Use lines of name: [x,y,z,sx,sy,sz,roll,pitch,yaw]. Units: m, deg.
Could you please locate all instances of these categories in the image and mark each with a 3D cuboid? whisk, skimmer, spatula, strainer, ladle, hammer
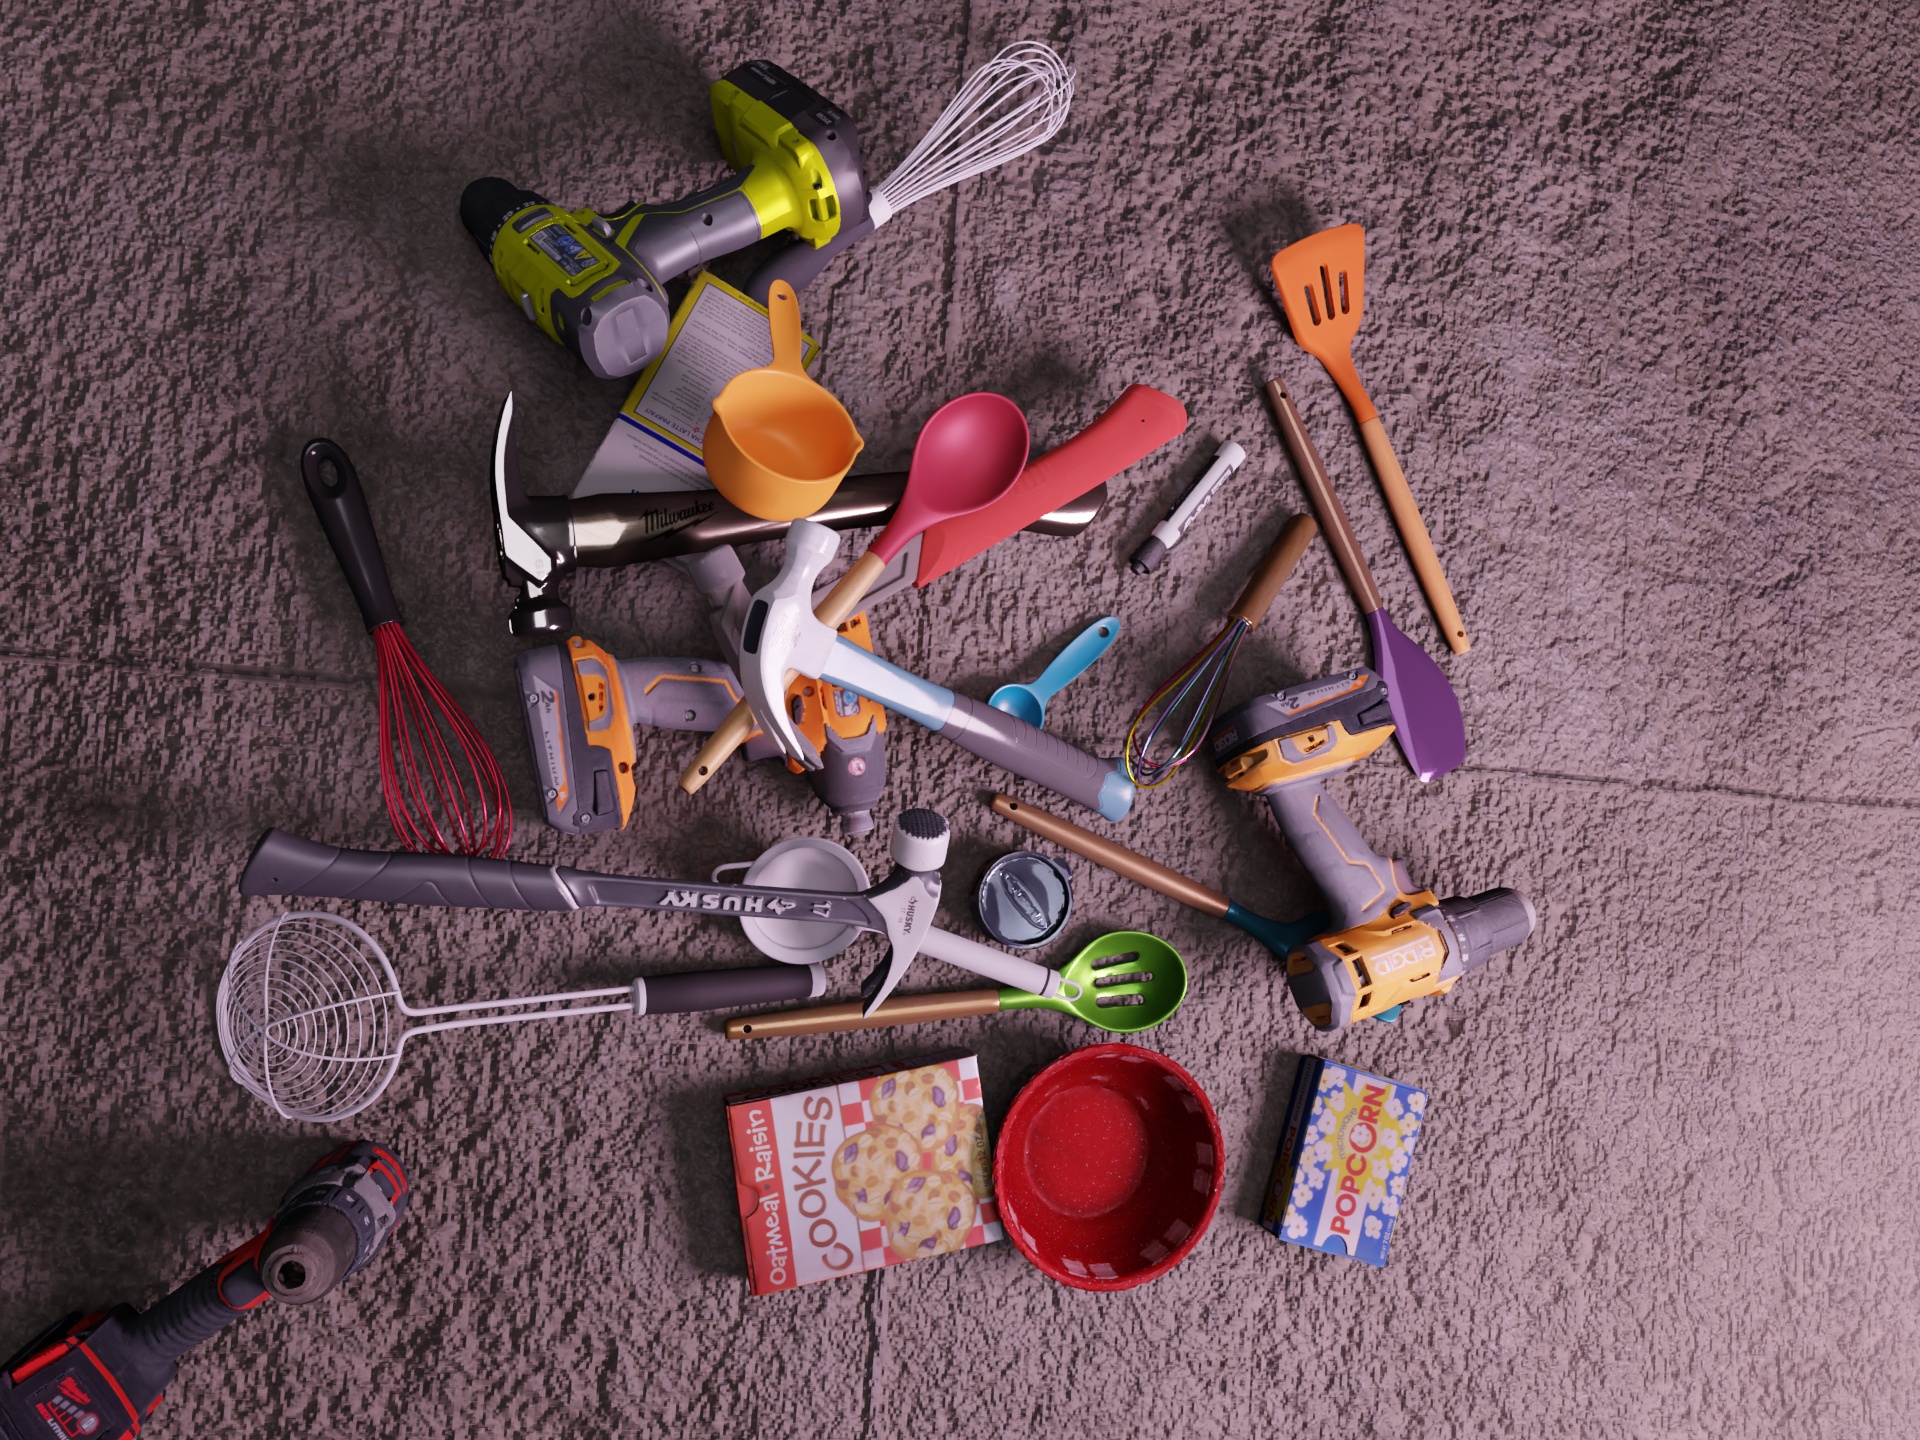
whisk: [-0.035,-0.367,1.085,0.284,0.070,0.070,-39,96,-9]
skimmer: [-0.269,0.174,1.002,0.363,0.090,0.127,-2,92,-24]
spatula: [0.294,-0.105,1.165,0.060,0.018,0.316,-27,94,-17]
spatula: [0.312,-0.199,1.164,0.081,0.041,0.322,-24,93,-15]
strainer: [-0.039,0.138,1.044,0.258,0.050,0.087,21,99,-8]
spatula: [0.166,0.116,1.105,0.317,0.044,0.082,25,66,-9]
ladle: [-0.066,-0.078,0.968,0.069,0.031,0.315,43,74,-17]
whisk: [0.184,-0.054,1.113,0.047,0.051,0.245,37,71,-4]
whisk: [-0.350,-0.040,0.986,0.073,0.073,0.296,-20,85,-14]
hammer: [-0.092,-0.148,1.031,0.410,0.038,0.146,-8,94,-23]
hammer: [-0.002,-0.003,1.000,0.330,0.033,0.128,25,87,-40]
hammer: [0.008,-0.116,1.033,0.359,0.037,0.149,-32,98,-21]
hammer: [-0.217,0.105,0.959,0.409,0.036,0.149,5,122,-10]

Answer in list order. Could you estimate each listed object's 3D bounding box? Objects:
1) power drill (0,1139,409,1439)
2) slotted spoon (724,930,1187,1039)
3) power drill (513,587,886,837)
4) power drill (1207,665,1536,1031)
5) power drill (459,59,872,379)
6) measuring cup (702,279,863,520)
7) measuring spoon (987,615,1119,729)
power drill: [-0.417,0.327,0.877,0.226,0.188,0.080,-35,94,-9]
slotted spoon: [-0.001,0.188,1.068,0.313,0.031,0.070,-5,87,-12]
power drill: [-0.157,0.010,1.016,0.226,0.084,0.164,-11,89,-18]
power drill: [0.286,0.081,1.097,0.185,0.084,0.226,-15,78,-19]
power drill: [-0.191,-0.326,1.008,0.228,0.080,0.191,-35,58,-18]
measuring cup: [-0.116,-0.198,0.985,0.095,0.052,0.174,11,52,-24]
measuring spoon: [0.064,-0.030,1.108,0.128,0.021,0.042,-42,96,-22]
